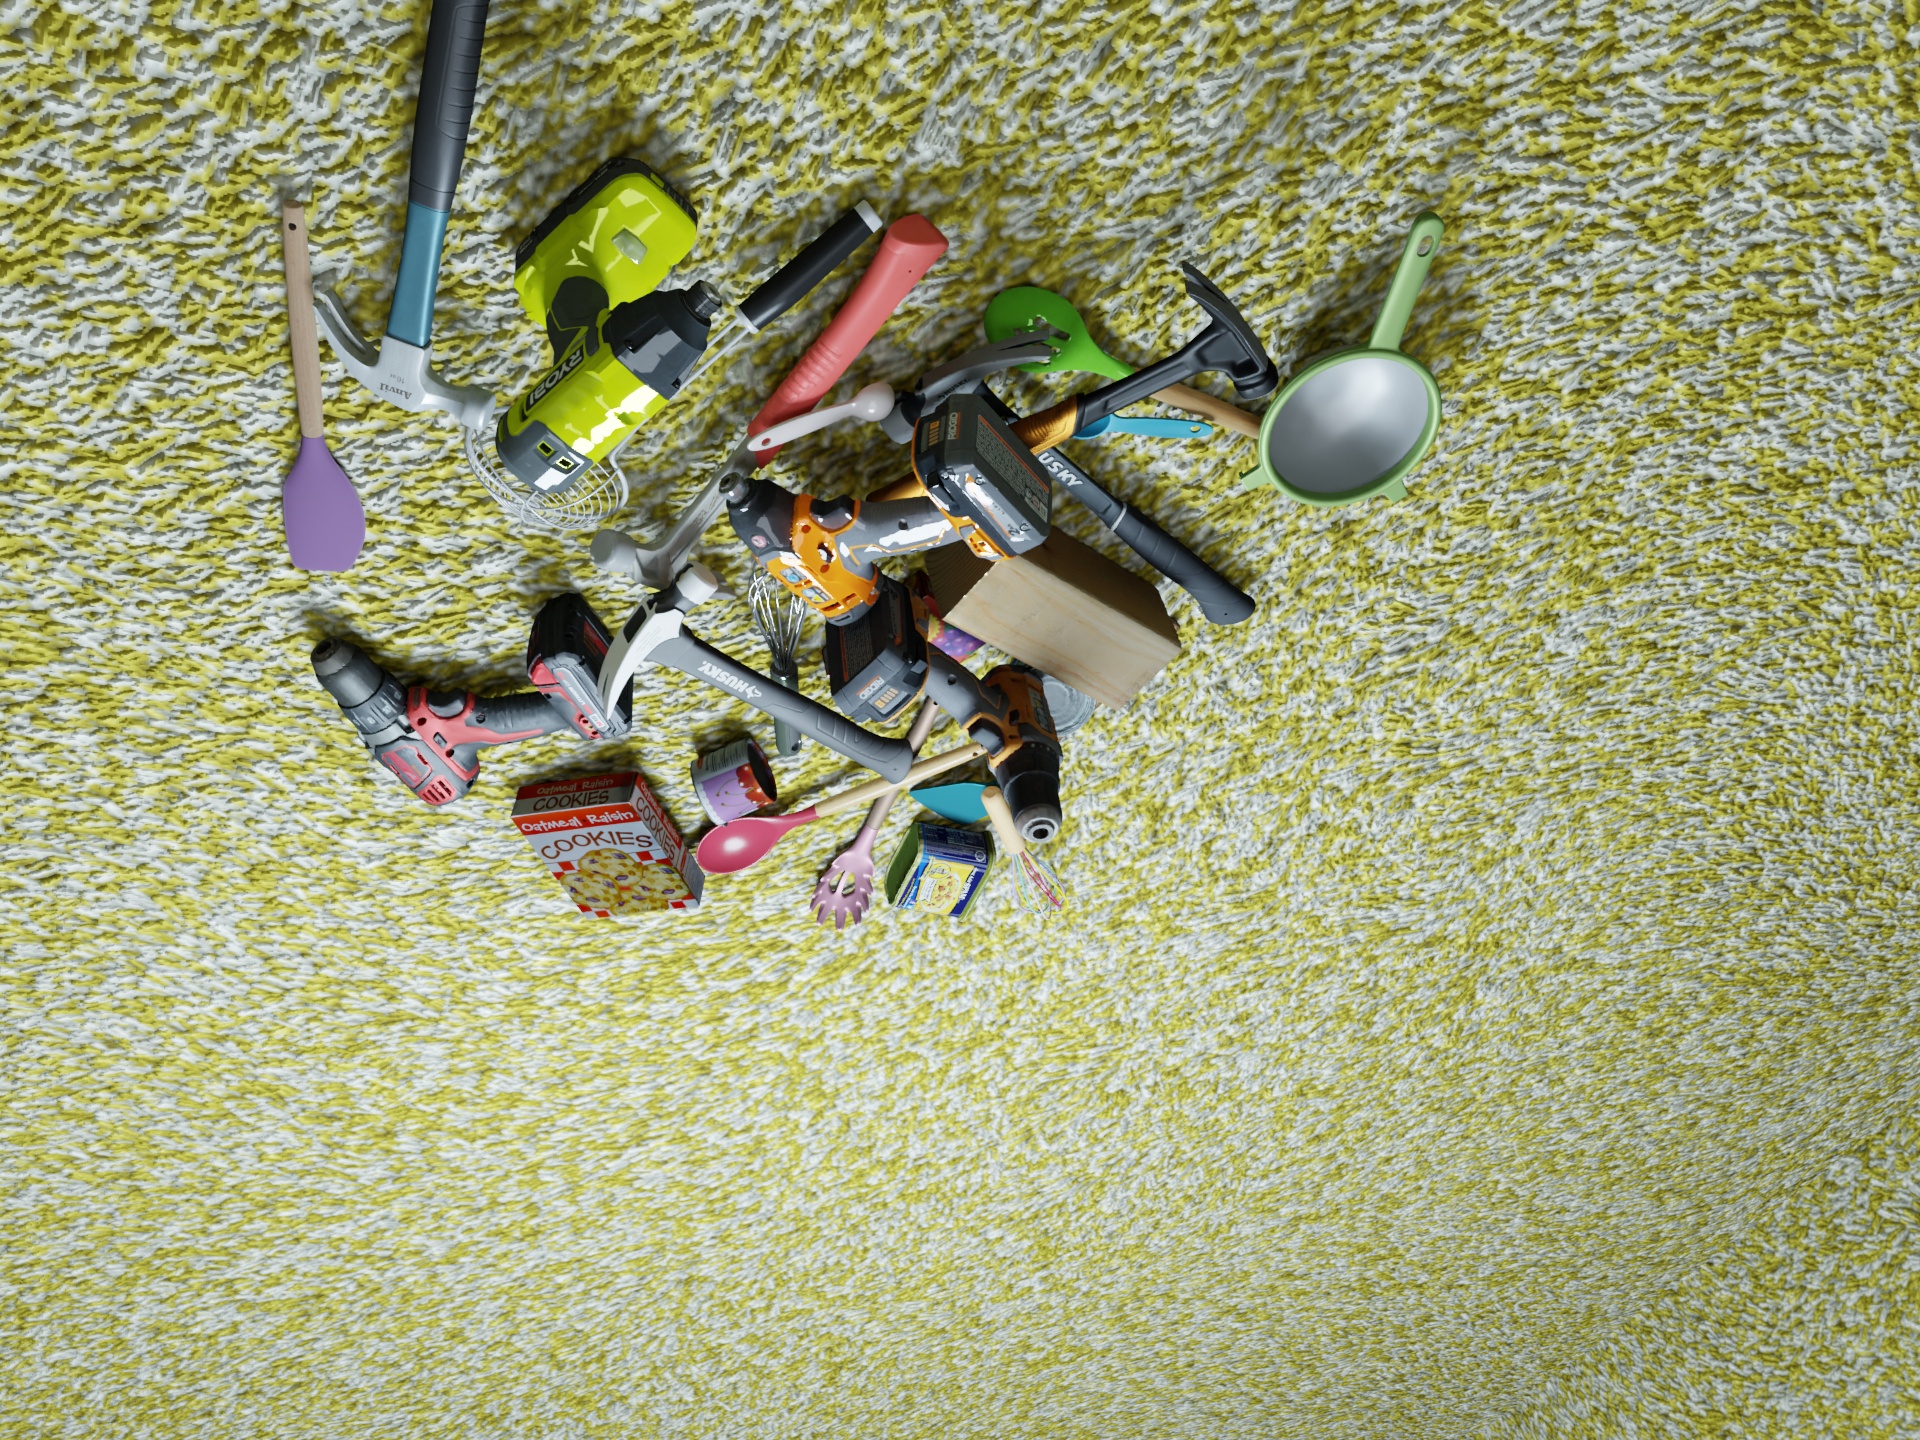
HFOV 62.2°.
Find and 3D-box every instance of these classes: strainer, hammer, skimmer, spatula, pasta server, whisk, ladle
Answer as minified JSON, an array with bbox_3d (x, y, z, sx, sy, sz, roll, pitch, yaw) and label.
[{"bbox_3d":[0.319,-0.292,1.265,0.151,0.069,0.256,2,132,-13],"label":"strainer"},{"bbox_3d":[-0.159,-0.012,1.371,0.146,0.035,0.334,-44,137,15],"label":"hammer"},{"bbox_3d":[-0.212,-0.271,1.185,0.363,0.090,0.127,-38,131,9],"label":"skimmer"},{"bbox_3d":[0.087,0.004,1.529,0.317,0.044,0.082,-42,128,19],"label":"spatula"},{"bbox_3d":[-0.076,0.088,1.559,0.060,0.040,0.316,18,127,-13],"label":"pasta server"},{"bbox_3d":[-0.347,-0.355,1.051,0.128,0.033,0.330,18,124,-8],"label":"hammer"},{"bbox_3d":[0.063,-0.226,1.206,0.337,0.034,0.127,-22,142,27],"label":"hammer"},{"bbox_3d":[-0.474,-0.232,1.165,0.059,0.018,0.315,2,134,-14],"label":"spatula"},{"bbox_3d":[-0.129,-0.233,1.219,0.359,0.037,0.149,-46,152,21],"label":"hammer"},{"bbox_3d":[0.124,-0.184,1.331,0.149,0.036,0.408,-27,139,33],"label":"hammer"},{"bbox_3d":[-0.155,-0.052,1.400,0.058,0.059,0.246,-46,154,-34],"label":"whisk"},{"bbox_3d":[0.066,0.136,1.615,0.051,0.047,0.244,-47,144,-16],"label":"whisk"},{"bbox_3d":[-0.114,0.078,1.526,0.315,0.031,0.069,-22,135,16],"label":"ladle"}]

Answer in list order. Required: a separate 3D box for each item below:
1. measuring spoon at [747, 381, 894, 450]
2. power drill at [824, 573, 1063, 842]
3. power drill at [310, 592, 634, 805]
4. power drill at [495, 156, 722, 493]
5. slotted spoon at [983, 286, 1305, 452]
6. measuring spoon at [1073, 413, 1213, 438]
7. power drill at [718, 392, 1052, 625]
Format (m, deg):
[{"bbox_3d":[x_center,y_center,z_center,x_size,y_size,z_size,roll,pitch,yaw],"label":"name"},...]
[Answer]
[{"bbox_3d":[-0.103,-0.224,1.203,0.124,0.018,0.034,-24,152,-19],"label":"measuring spoon"},{"bbox_3d":[-0.002,-0.004,1.330,0.226,0.186,0.084,31,122,-33],"label":"power drill"},{"bbox_3d":[-0.410,-0.027,1.342,0.226,0.080,0.187,-20,134,10],"label":"power drill"},{"bbox_3d":[-0.227,-0.268,1.044,0.171,0.223,0.080,-36,131,20],"label":"power drill"},{"bbox_3d":[0.157,-0.270,1.277,0.313,0.031,0.070,15,133,-28],"label":"slotted spoon"},{"bbox_3d":[0.143,-0.247,1.294,0.128,0.021,0.042,3,147,-12],"label":"measuring spoon"},{"bbox_3d":[-0.063,-0.161,1.201,0.226,0.084,0.164,-18,141,31],"label":"power drill"}]
